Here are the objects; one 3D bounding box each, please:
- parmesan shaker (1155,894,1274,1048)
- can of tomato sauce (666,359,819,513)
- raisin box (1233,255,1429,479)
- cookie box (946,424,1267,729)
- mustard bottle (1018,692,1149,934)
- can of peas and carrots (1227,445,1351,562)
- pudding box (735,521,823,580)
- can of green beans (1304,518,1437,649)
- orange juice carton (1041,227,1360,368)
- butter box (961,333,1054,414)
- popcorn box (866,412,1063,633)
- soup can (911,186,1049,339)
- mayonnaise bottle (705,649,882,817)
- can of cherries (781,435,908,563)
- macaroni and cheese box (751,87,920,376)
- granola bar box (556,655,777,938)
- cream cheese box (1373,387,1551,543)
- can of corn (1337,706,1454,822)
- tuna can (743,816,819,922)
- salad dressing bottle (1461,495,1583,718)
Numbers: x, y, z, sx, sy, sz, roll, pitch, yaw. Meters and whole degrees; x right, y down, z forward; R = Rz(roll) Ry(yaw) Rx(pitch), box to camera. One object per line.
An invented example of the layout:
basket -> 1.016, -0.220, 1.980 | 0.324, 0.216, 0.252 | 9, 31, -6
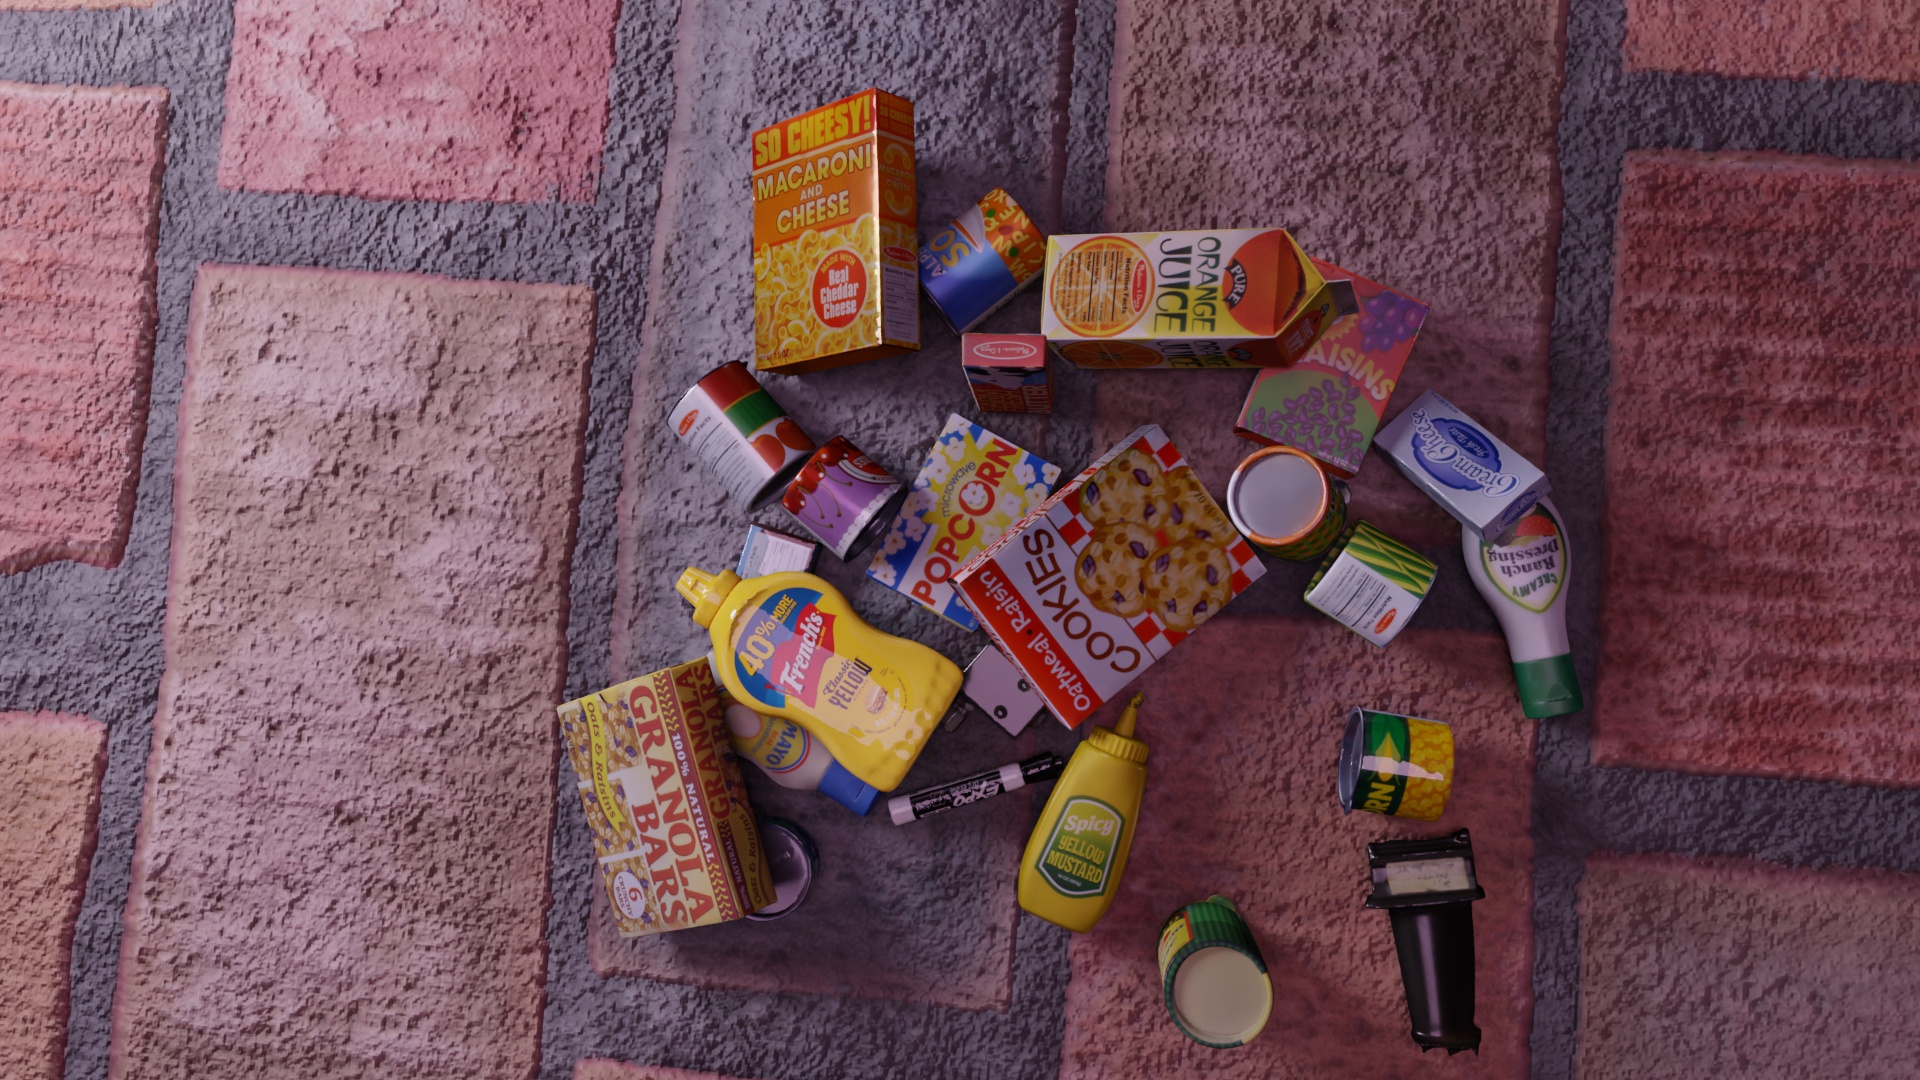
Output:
parmesan shaker -> 0.159, 0.269, 0.876 | 0.071, 0.103, 0.071 | 0, 87, 6
can of tomato sauce -> -0.146, -0.071, 0.943 | 0.071, 0.071, 0.083 | -43, 85, 2
raisin box -> 0.245, -0.113, 0.922 | 0.086, 0.040, 0.123 | 24, 89, 7
cookie box -> 0.095, 0.023, 0.906 | 0.167, 0.040, 0.123 | -38, 98, -5
mustard bottle -> 0.088, 0.174, 0.915 | 0.065, 0.049, 0.160 | 20, 89, 4
can of peas and carrots -> 0.214, -0.024, 0.899 | 0.071, 0.058, 0.071 | -6, 76, 25
pudding box -> -0.131, 0.034, 0.953 | 0.050, 0.030, 0.083 | 17, 89, 5
can of green beans -> 0.264, 0.027, 0.898 | 0.058, 0.071, 0.071 | 33, 91, 7
orange juice carton -> 0.155, -0.154, 0.891 | 0.193, 0.072, 0.073 | 2, 82, 20
butter box -> 0.033, -0.108, 0.909 | 0.053, 0.103, 0.024 | 2, 79, 8
popcorn box -> 0.003, -0.012, 0.939 | 0.085, 0.038, 0.126 | 28, 90, 6
soup can -> 0.011, -0.188, 0.933 | 0.084, 0.071, 0.071 | -39, 84, 2
mayonnaise bottle -> -0.118, 0.134, 0.940 | 0.148, 0.041, 0.064 | 30, 93, 7
can of cherries -> -0.077, -0.030, 0.933 | 0.058, 0.071, 0.071 | 39, 91, 7
macaroni and cheese box -> -0.085, -0.201, 0.928 | 0.123, 0.040, 0.166 | -4, 85, 41
granola bar box -> -0.196, 0.172, 0.918 | 0.124, 0.039, 0.165 | -20, 84, 37
cream cheese box -> 0.320, -0.049, 0.893 | 0.053, 0.024, 0.104 | -42, 49, 4
can of corn -> 0.278, 0.146, 0.890 | 0.058, 0.071, 0.071 | 9, 88, 5
tuna can -> -0.132, 0.220, 0.941 | 0.071, 0.033, 0.071 | 0, 87, 5
salad dressing bottle -> 0.368, 0.040, 0.899 | 0.064, 0.044, 0.147 | -12, 86, 5
